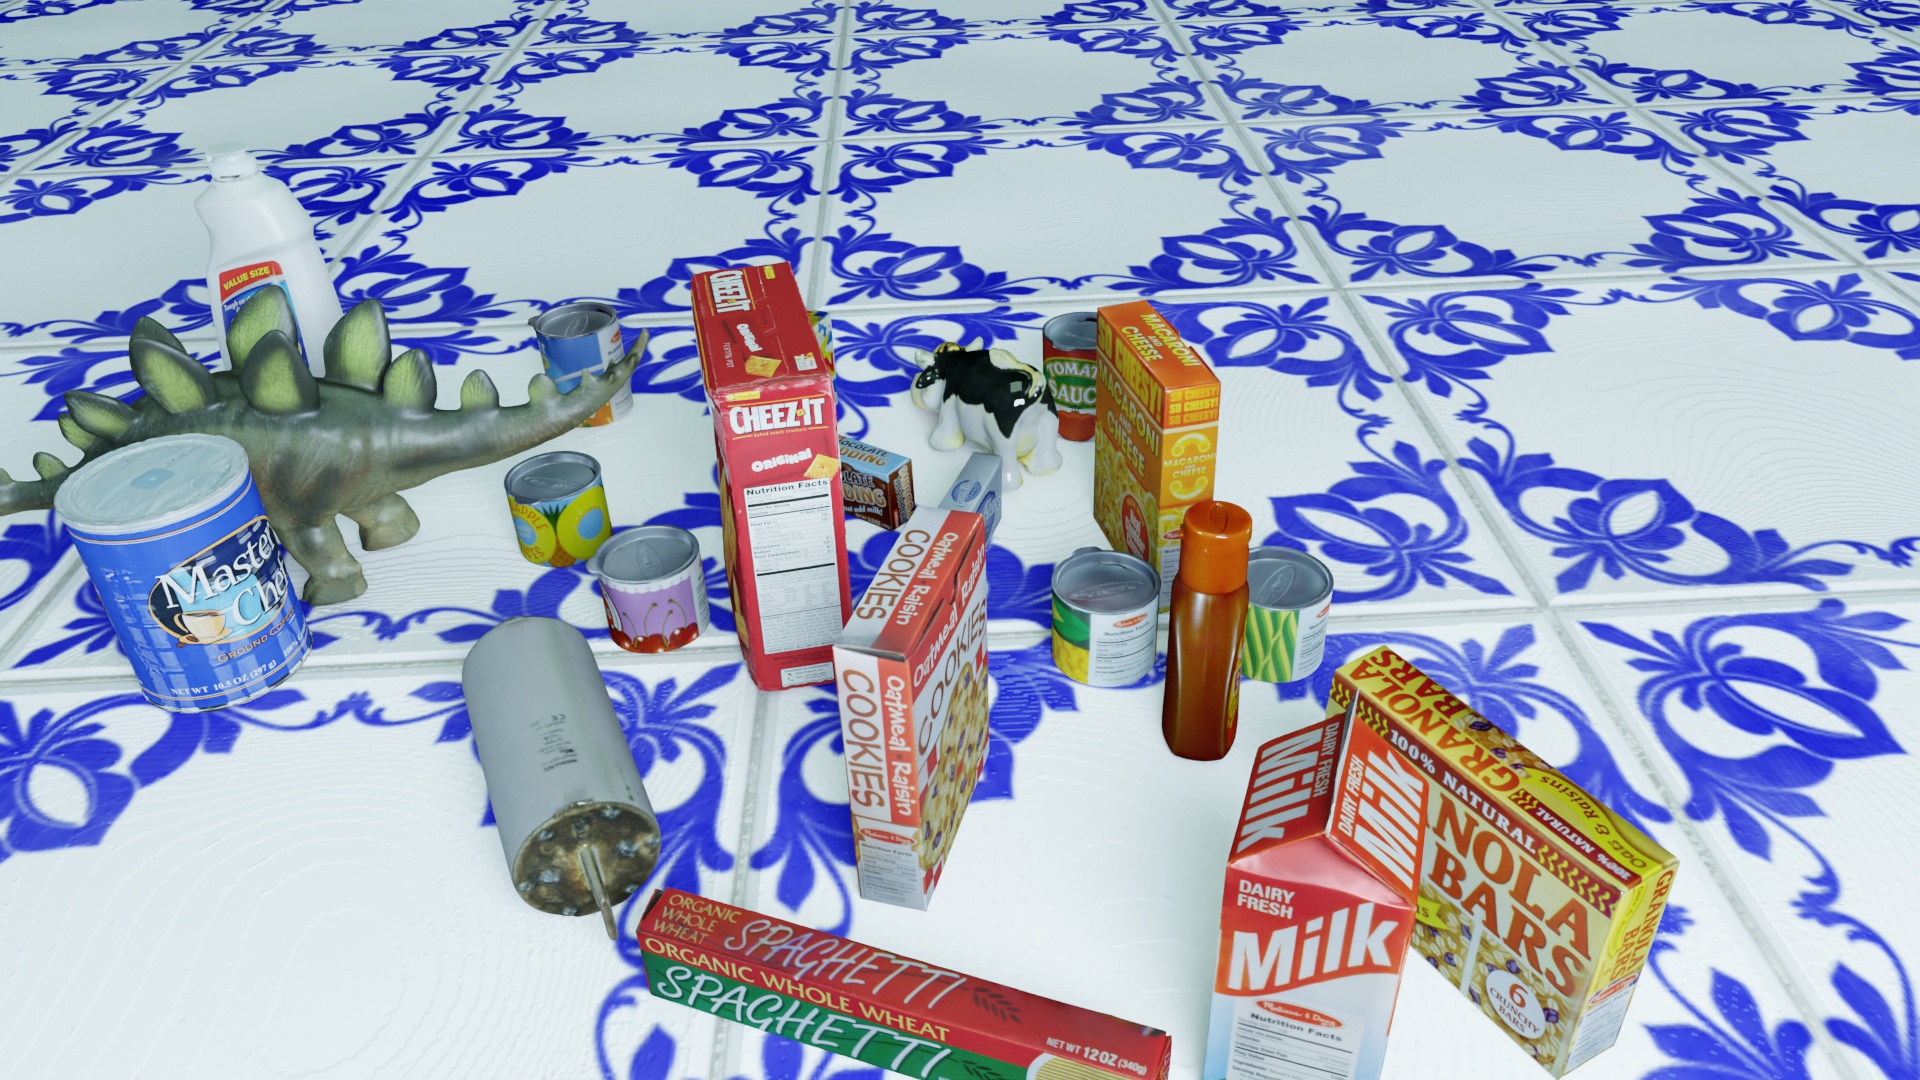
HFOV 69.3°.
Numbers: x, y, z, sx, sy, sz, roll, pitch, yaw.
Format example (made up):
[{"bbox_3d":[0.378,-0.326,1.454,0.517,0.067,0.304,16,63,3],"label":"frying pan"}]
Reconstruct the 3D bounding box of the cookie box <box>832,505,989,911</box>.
[{"bbox_3d":[-0.019,0.084,0.708,0.040,0.166,0.123,8,35,15],"label":"cookie box"}]

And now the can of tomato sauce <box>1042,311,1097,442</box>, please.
[{"bbox_3d":[0.097,-0.127,1.090,0.071,0.082,0.071,-1,34,1],"label":"can of tomato sauce"}]

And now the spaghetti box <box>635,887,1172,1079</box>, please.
[{"bbox_3d":[-0.031,0.212,0.625,0.250,0.050,0.029,10,36,18],"label":"spaghetti box"}]

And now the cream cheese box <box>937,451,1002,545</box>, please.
[{"bbox_3d":[0.003,-0.012,0.950,0.024,0.053,0.104,9,36,17],"label":"cream cheese box"}]

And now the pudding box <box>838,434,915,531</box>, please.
[{"bbox_3d":[-0.074,-0.045,1.006,0.084,0.049,0.030,21,40,30],"label":"pudding box"}]

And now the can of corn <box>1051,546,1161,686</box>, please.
[{"bbox_3d":[0.088,0.046,0.855,0.071,0.058,0.071,-1,34,1],"label":"can of corn"}]

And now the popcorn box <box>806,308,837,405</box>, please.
[{"bbox_3d":[-0.144,-0.119,1.088,0.038,0.084,0.127,12,37,20],"label":"popcorn box"}]

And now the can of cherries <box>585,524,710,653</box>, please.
[{"bbox_3d":[-0.200,0.031,0.892,0.071,0.058,0.072,-1,34,1],"label":"can of cherries"}]

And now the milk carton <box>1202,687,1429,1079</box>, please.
[{"bbox_3d":[0.148,0.155,0.575,0.073,0.189,0.073,10,36,17],"label":"milk carton"}]

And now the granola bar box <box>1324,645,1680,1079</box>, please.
[{"bbox_3d":[0.235,0.145,0.644,0.039,0.123,0.166,-19,38,-24],"label":"granola bar box"}]

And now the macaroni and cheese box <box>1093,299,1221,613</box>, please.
[{"bbox_3d":[0.125,-0.056,0.909,0.040,0.165,0.124,-10,35,-11],"label":"macaroni and cheese box"}]

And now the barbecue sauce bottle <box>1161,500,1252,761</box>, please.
[{"bbox_3d":[0.137,0.049,0.769,0.044,0.147,0.065,4,34,9],"label":"barbecue sauce bottle"}]

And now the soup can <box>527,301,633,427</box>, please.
[{"bbox_3d":[-0.309,-0.144,1.134,0.071,0.083,0.072,-1,34,1],"label":"soup can"}]

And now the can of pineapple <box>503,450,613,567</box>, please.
[{"bbox_3d":[-0.283,-0.021,0.975,0.071,0.057,0.071,-1,34,1],"label":"can of pineapple"}]

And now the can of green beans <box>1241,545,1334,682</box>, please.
[{"bbox_3d":[0.192,0.045,0.852,0.071,0.057,0.071,-1,34,1],"label":"can of green beans"}]
